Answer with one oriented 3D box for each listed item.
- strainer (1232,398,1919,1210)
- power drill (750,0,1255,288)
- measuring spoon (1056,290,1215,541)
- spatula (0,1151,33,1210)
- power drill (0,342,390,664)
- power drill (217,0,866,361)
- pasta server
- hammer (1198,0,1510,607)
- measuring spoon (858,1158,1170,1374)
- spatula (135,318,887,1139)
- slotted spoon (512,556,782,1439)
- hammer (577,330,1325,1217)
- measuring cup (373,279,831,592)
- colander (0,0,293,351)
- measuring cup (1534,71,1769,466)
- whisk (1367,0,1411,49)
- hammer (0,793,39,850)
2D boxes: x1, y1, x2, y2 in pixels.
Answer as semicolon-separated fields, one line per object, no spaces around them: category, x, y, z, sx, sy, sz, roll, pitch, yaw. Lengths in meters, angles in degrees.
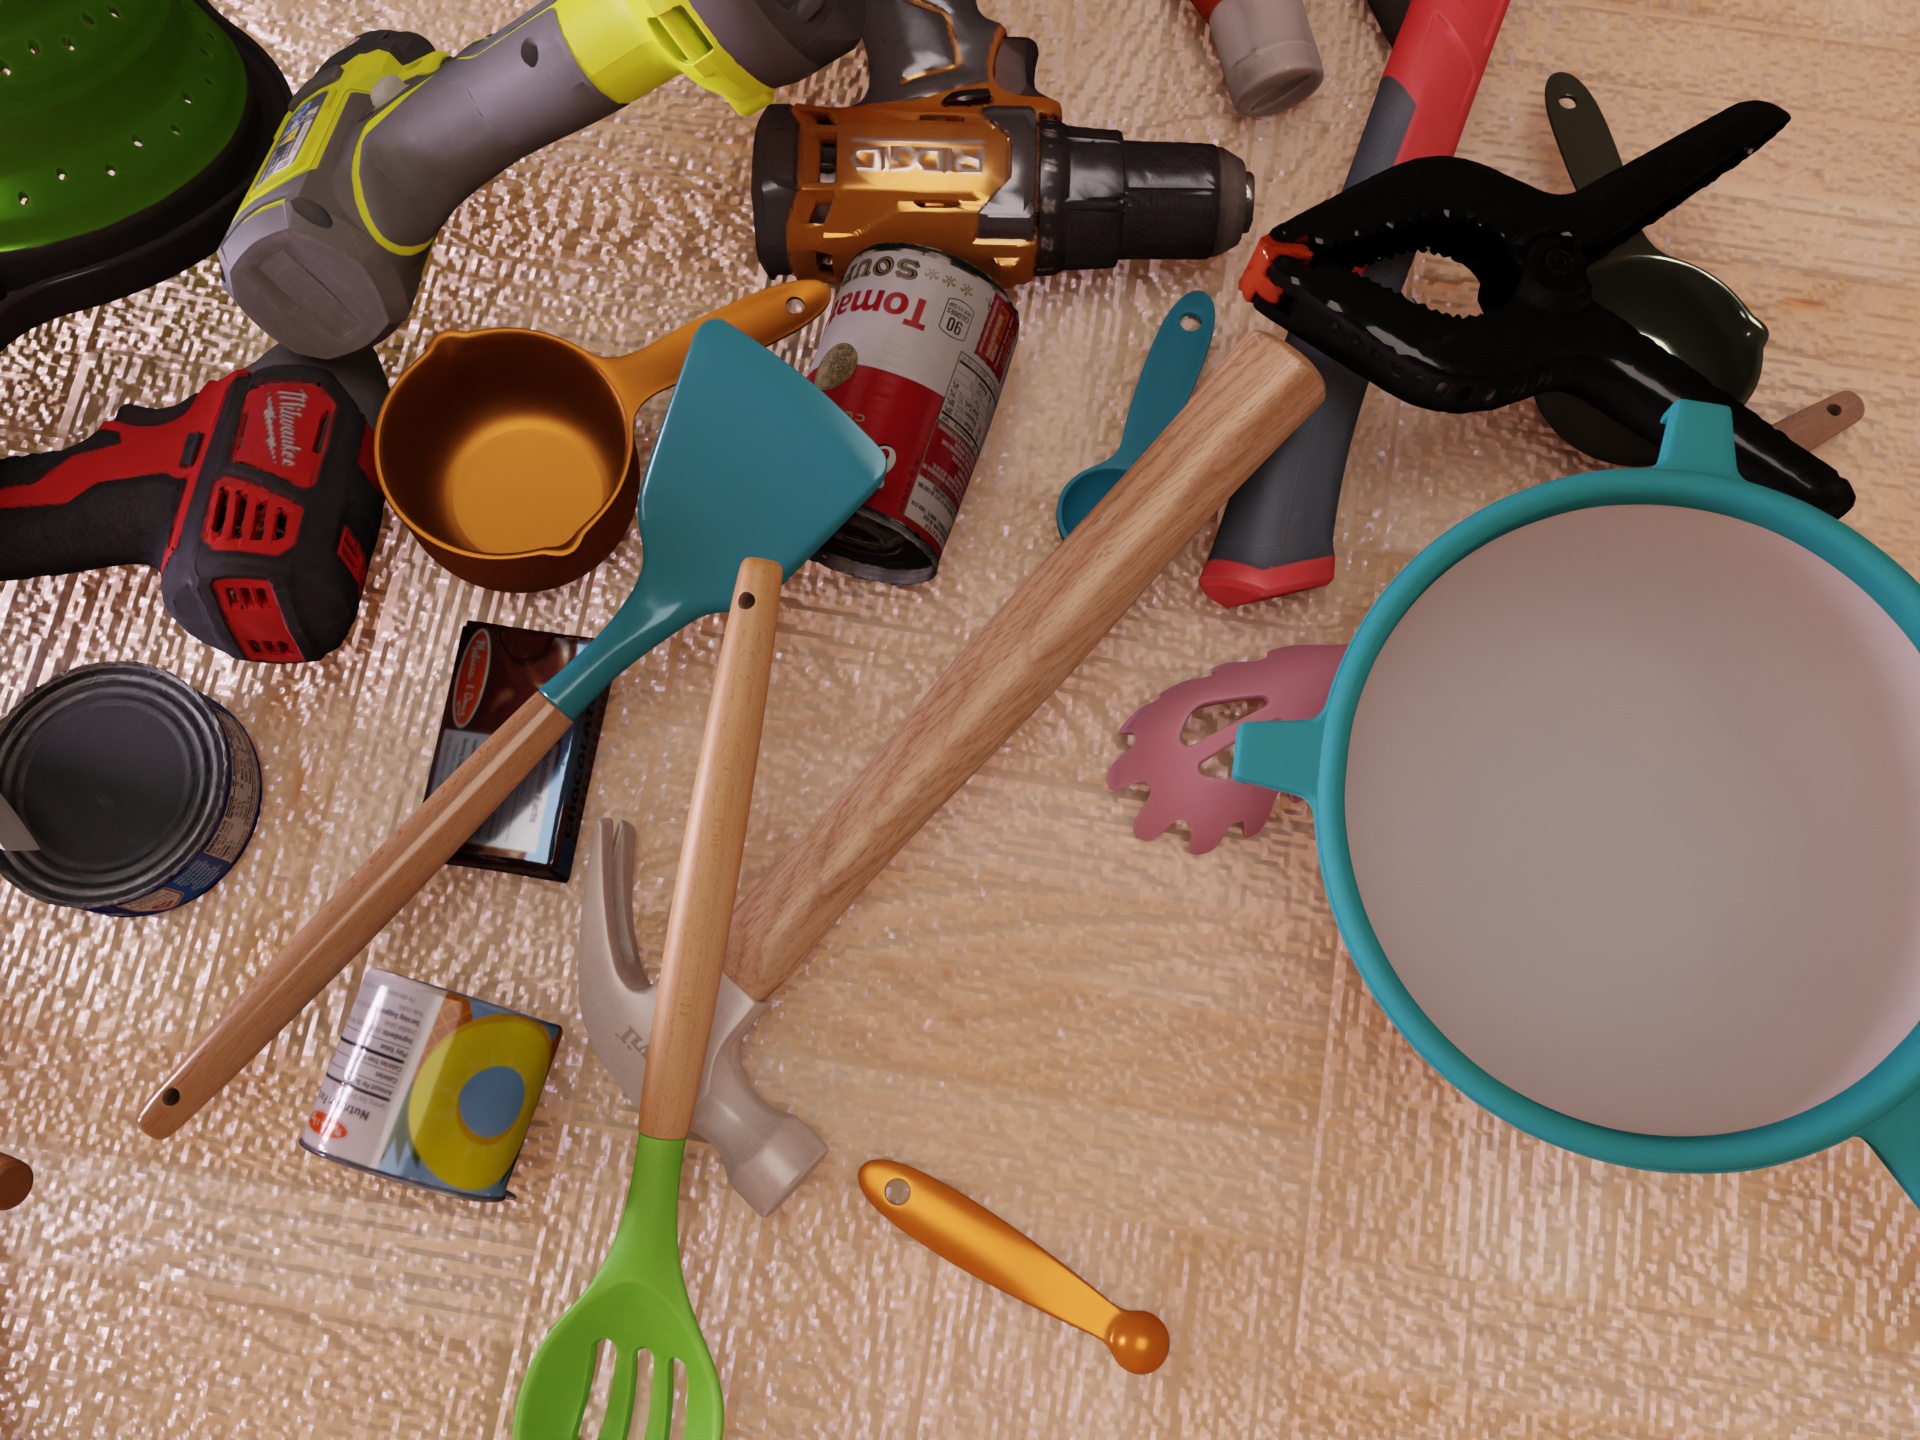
strainer;0.249;0.083;0.507;0.211;0.095;0.340;-36;84;-5
power drill;0.018;-0.273;0.607;0.185;0.084;0.226;2;80;1
measuring spoon;0.071;-0.107;0.597;0.042;0.021;0.129;20;67;6
spatula;-0.377;0.103;0.467;0.323;0.041;0.081;6;77;24
power drill;-0.312;-0.092;0.555;0.219;0.078;0.143;2;56;-4
power drill;-0.146;-0.233;0.548;0.223;0.080;0.171;-23;45;22
pasta server;0.196;-0.045;0.573;0.316;0.040;0.060;-27;77;-11
hammer;0.155;-0.227;0.587;0.143;0.038;0.386;23;82;-12
measuring spoon;0.017;0.178;0.521;0.117;0.011;0.021;30;77;8
spatula;-0.154;0.011;0.516;0.082;0.044;0.317;41;83;9
slotted spoon;-0.087;0.104;0.499;0.070;0.031;0.314;9;90;16
hammer;-0.001;-0.002;0.535;0.130;0.031;0.331;42;88;11
measuring cup;-0.123;-0.110;0.579;0.173;0.052;0.095;-30;79;-14
colander;-0.334;-0.172;0.504;0.204;0.094;0.398;-2;56;-11
measuring cup;0.243;-0.170;0.602;0.083;0.038;0.168;-6;67;-2
whisk;0.148;-0.360;0.645;0.055;0.055;0.239;-21;81;-5
hammer;-0.335;0.161;0.504;0.128;0.033;0.331;-18;79;21
